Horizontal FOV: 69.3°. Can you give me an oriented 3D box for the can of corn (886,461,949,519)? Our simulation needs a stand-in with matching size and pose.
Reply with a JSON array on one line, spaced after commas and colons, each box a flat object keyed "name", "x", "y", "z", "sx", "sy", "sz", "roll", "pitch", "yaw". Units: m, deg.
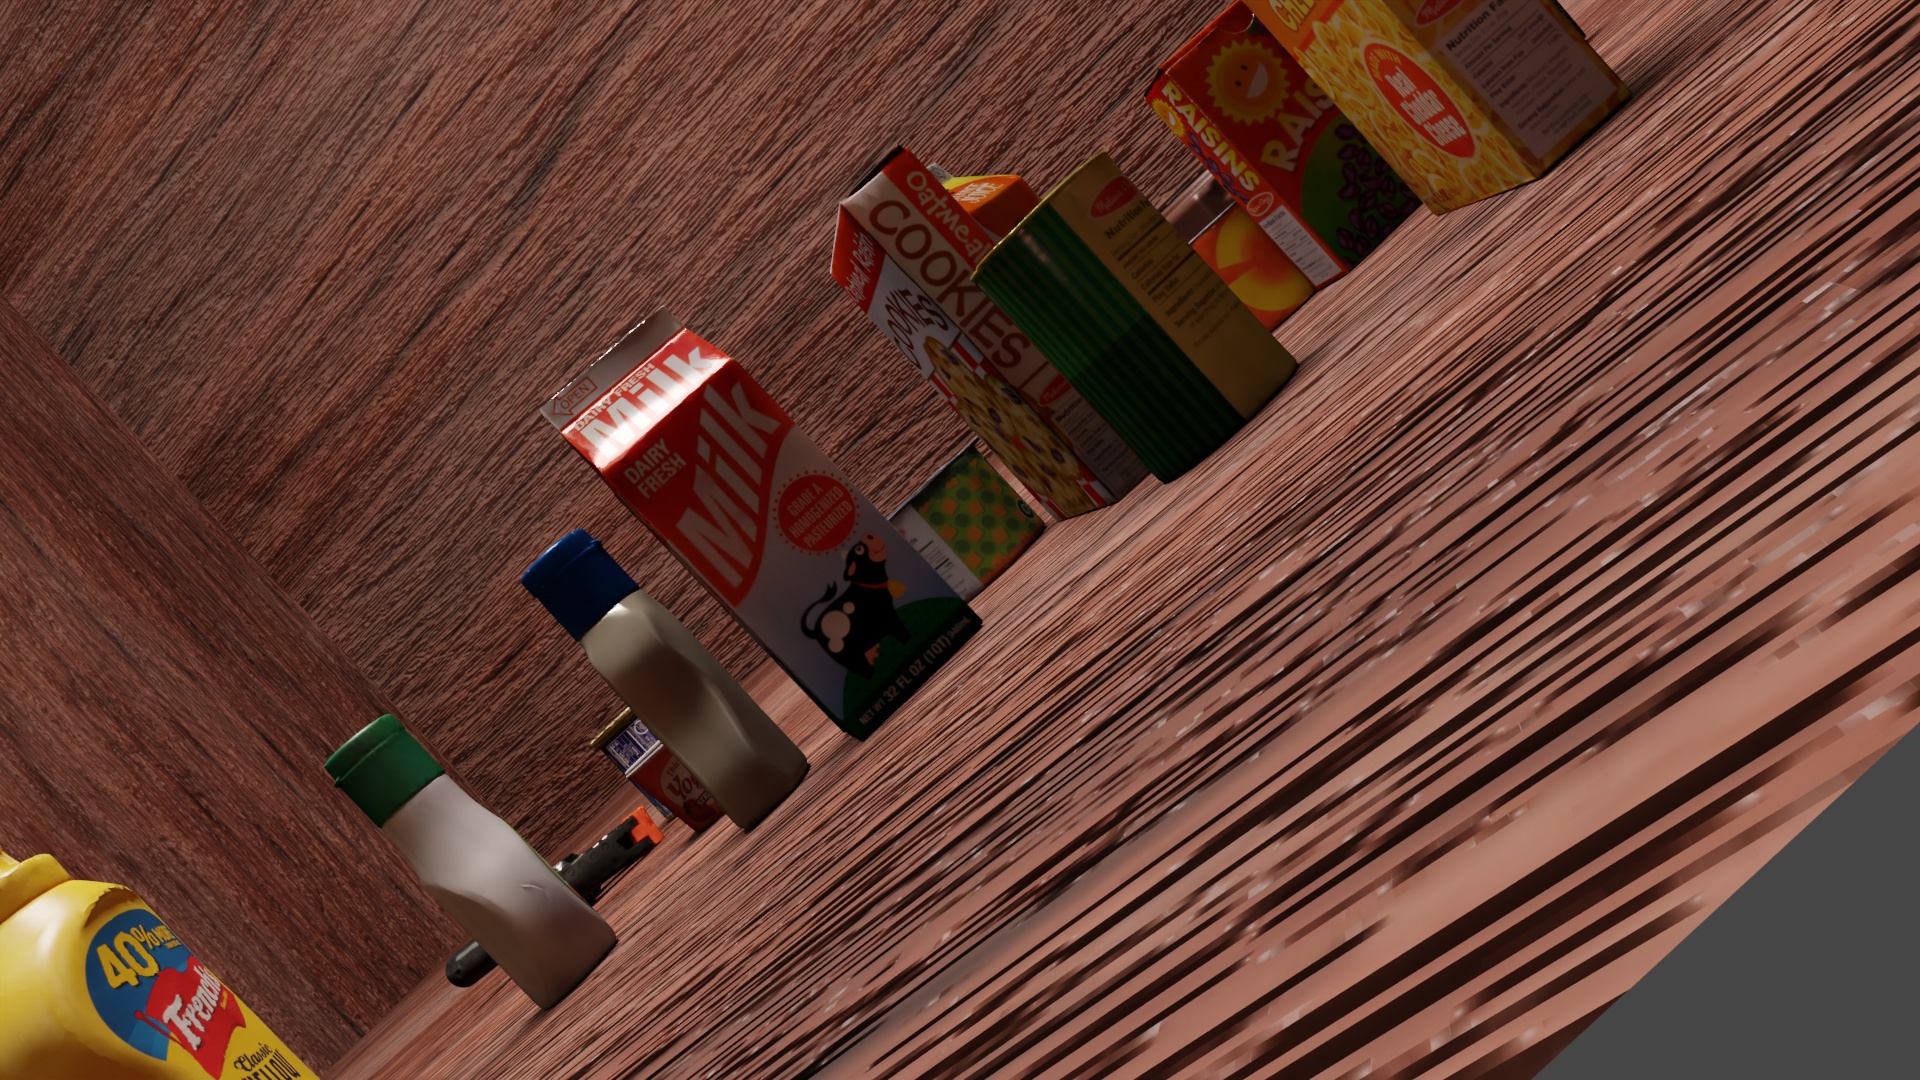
[{"name": "can of corn", "x": -0.012, "y": -0.011, "z": 0.938, "sx": 0.071, "sy": 0.058, "sz": 0.071, "roll": -43, "pitch": 3, "yaw": 3}]

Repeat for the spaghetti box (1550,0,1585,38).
[{"name": "spaghetti box", "x": 0.208, "y": -0.194, "z": 0.736, "sx": 0.249, "sy": 0.050, "sz": 0.029, "roll": -40, "pitch": 4, "yaw": 44}]

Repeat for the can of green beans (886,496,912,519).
[{"name": "can of green beans", "x": -0.035, "y": 0.015, "z": 0.873, "sx": 0.071, "sy": 0.058, "sz": 0.071, "roll": -43, "pitch": 3, "yaw": 3}]

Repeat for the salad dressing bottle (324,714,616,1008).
[{"name": "salad dressing bottle", "x": -0.222, "y": 0.143, "z": 0.628, "sx": 0.044, "sy": 0.147, "sz": 0.064, "roll": -45, "pitch": 3, "yaw": -36}]

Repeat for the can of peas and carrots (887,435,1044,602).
[{"name": "can of peas and carrots", "x": 0.003, "y": -0.009, "z": 0.713, "sx": 0.071, "sy": 0.058, "sz": 0.071, "roll": -43, "pitch": 3, "yaw": 3}]

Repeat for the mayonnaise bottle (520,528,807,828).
[{"name": "mayonnaise bottle", "x": -0.131, "y": 0.060, "z": 0.617, "sx": 0.041, "sy": 0.148, "sz": 0.065, "roll": -43, "pitch": 3, "yaw": 0}]

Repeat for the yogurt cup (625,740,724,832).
[{"name": "yogurt cup", "x": -0.145, "y": 0.126, "z": 0.777, "sx": 0.072, "sy": 0.054, "sz": 0.072, "roll": -43, "pitch": 3, "yaw": 3}]

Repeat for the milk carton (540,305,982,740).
[{"name": "milk carton", "x": -0.086, "y": -0.008, "z": 0.589, "sx": 0.072, "sy": 0.190, "sz": 0.073, "roll": -43, "pitch": 3, "yaw": -11}]

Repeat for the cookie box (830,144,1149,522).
[{"name": "cookie box", "x": 0.013, "y": -0.086, "z": 0.622, "sx": 0.040, "sy": 0.167, "sz": 0.123, "roll": -43, "pitch": 3, "yaw": -8}]

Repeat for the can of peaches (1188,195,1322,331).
[{"name": "can of peaches", "x": 0.138, "y": -0.131, "z": 0.679, "sx": 0.071, "sy": 0.058, "sz": 0.071, "roll": -43, "pitch": 3, "yaw": 3}]

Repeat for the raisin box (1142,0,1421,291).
[{"name": "raisin box", "x": 0.157, "y": -0.189, "z": 0.633, "sx": 0.086, "sy": 0.123, "sz": 0.040, "roll": -43, "pitch": 3, "yaw": -8}]

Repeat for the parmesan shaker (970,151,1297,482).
[{"name": "parmesan shaker", "x": 0.061, "y": -0.078, "z": 0.501, "sx": 0.071, "sy": 0.103, "sz": 0.071, "roll": -43, "pitch": 3, "yaw": 3}]

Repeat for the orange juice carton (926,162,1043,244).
[{"name": "orange juice carton", "x": 0.035, "y": -0.136, "z": 0.795, "sx": 0.072, "sy": 0.192, "sz": 0.072, "roll": -40, "pitch": 4, "yaw": 41}]

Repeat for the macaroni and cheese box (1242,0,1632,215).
[{"name": "macaroni and cheese box", "x": 0.139, "y": -0.192, "z": 0.480, "sx": 0.040, "sy": 0.166, "sz": 0.124, "roll": -42, "pitch": 3, "yaw": 8}]
